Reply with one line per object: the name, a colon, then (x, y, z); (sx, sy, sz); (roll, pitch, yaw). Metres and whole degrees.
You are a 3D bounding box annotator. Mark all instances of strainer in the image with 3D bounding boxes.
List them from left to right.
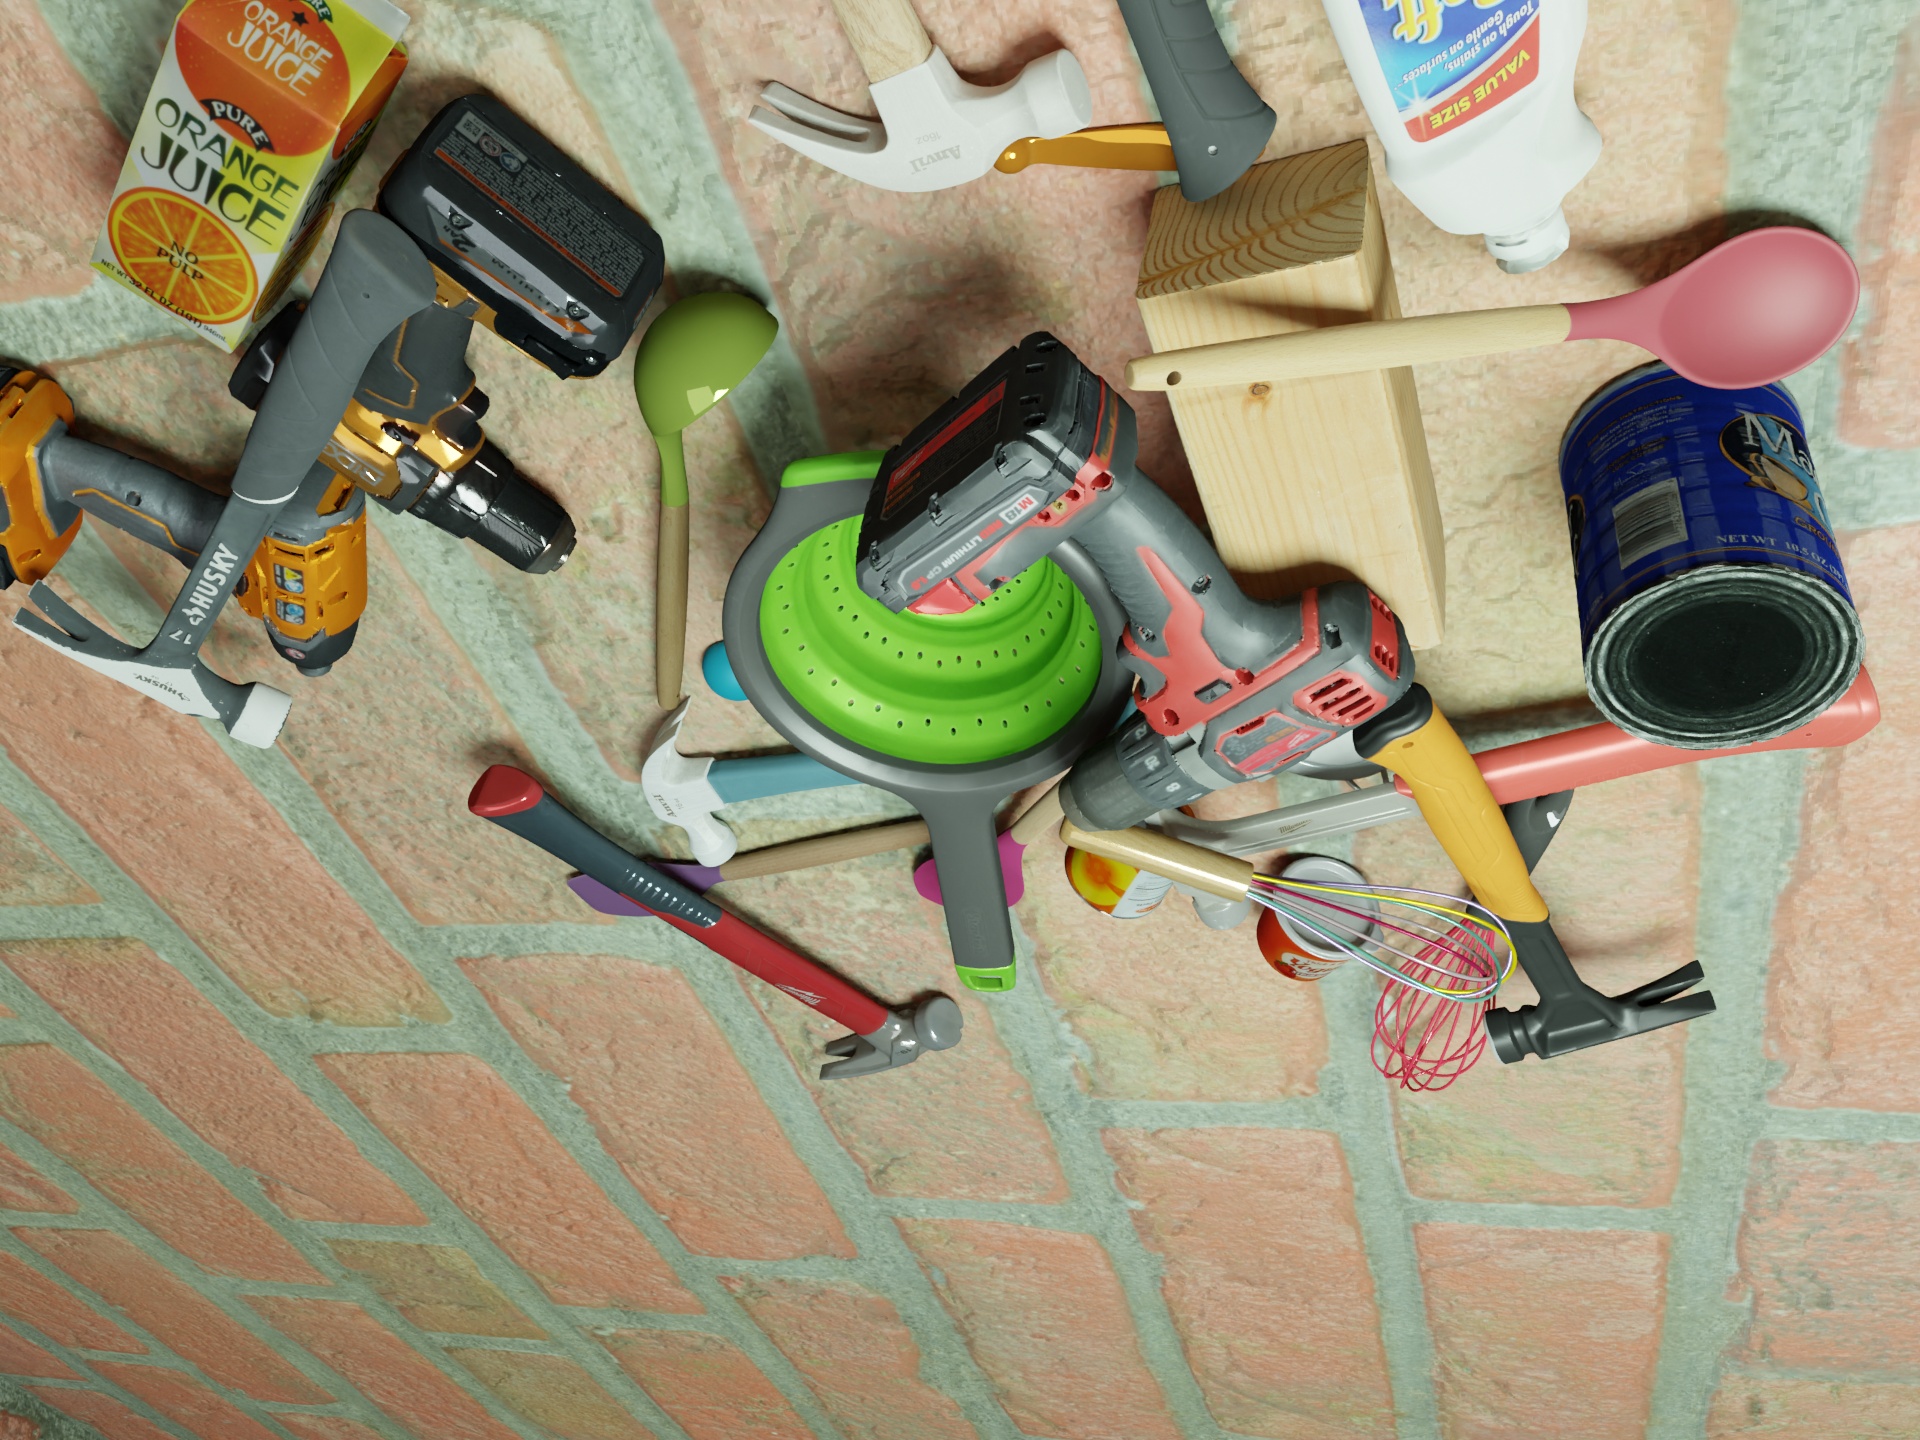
strainer: (0.150, -0.031, 0.814); (0.087, 0.050, 0.258); (-19, 140, 40)

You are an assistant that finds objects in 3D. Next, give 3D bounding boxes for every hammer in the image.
hammer: (-0.353, -0.109, 0.782); (0.149, 0.036, 0.409); (27, 139, -25)
hammer: (-0.180, 0.148, 1.106); (0.143, 0.038, 0.386); (-25, 129, 39)
hammer: (-0.077, -0.341, 0.574); (0.130, 0.031, 0.331); (-11, 131, 29)
hammer: (-0.047, 0.025, 0.963); (0.331, 0.033, 0.128); (-8, 135, 23)
hammer: (0.033, -0.332, 0.550); (0.146, 0.035, 0.334); (-11, 131, 25)
hammer: (0.275, 0.024, 0.823); (0.359, 0.037, 0.148); (-15, 136, 16)
hammer: (0.294, 0.085, 0.839); (0.127, 0.034, 0.336); (-22, 134, 24)

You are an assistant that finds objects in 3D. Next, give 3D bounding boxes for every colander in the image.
colander: (-0.001, -0.003, 0.863); (0.204, 0.095, 0.396); (0, 134, 10)

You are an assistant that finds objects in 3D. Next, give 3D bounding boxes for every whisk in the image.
whisk: (0.168, 0.095, 0.824); (0.245, 0.051, 0.047); (18, 153, 2)
whisk: (0.311, 0.131, 0.964); (0.073, 0.073, 0.295); (11, 132, 4)

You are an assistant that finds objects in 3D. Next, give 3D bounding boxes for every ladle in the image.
ladle: (-0.141, -0.096, 0.843); (0.062, 0.078, 0.320); (22, 144, 4)
ladle: (0.210, -0.150, 0.616); (0.315, 0.031, 0.069); (-10, 127, -16)

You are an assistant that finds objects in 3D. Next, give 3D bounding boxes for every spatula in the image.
spatula: (-0.137, 0.099, 1.077); (0.316, 0.018, 0.059); (-14, 134, 29)

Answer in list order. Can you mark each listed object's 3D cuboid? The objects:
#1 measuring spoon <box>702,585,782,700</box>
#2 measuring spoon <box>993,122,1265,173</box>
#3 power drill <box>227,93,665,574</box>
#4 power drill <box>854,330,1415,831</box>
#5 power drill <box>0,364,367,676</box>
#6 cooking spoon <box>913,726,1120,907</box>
measuring spoon: (-0.121, -0.050, 0.908); (0.042, 0.021, 0.128); (20, 139, -7)
measuring spoon: (0.068, -0.237, 0.663); (0.117, 0.011, 0.021); (3, 137, 12)
power drill: (-0.232, -0.167, 0.773); (0.185, 0.084, 0.226); (37, 138, -24)
power drill: (0.060, -0.040, 0.698); (0.226, 0.080, 0.188); (35, 132, -25)
power drill: (-0.451, -0.102, 0.903); (0.226, 0.084, 0.164); (16, 140, -7)
cooking spoon: (0.047, 0.058, 0.948); (0.068, 0.017, 0.318); (24, 148, -12)
